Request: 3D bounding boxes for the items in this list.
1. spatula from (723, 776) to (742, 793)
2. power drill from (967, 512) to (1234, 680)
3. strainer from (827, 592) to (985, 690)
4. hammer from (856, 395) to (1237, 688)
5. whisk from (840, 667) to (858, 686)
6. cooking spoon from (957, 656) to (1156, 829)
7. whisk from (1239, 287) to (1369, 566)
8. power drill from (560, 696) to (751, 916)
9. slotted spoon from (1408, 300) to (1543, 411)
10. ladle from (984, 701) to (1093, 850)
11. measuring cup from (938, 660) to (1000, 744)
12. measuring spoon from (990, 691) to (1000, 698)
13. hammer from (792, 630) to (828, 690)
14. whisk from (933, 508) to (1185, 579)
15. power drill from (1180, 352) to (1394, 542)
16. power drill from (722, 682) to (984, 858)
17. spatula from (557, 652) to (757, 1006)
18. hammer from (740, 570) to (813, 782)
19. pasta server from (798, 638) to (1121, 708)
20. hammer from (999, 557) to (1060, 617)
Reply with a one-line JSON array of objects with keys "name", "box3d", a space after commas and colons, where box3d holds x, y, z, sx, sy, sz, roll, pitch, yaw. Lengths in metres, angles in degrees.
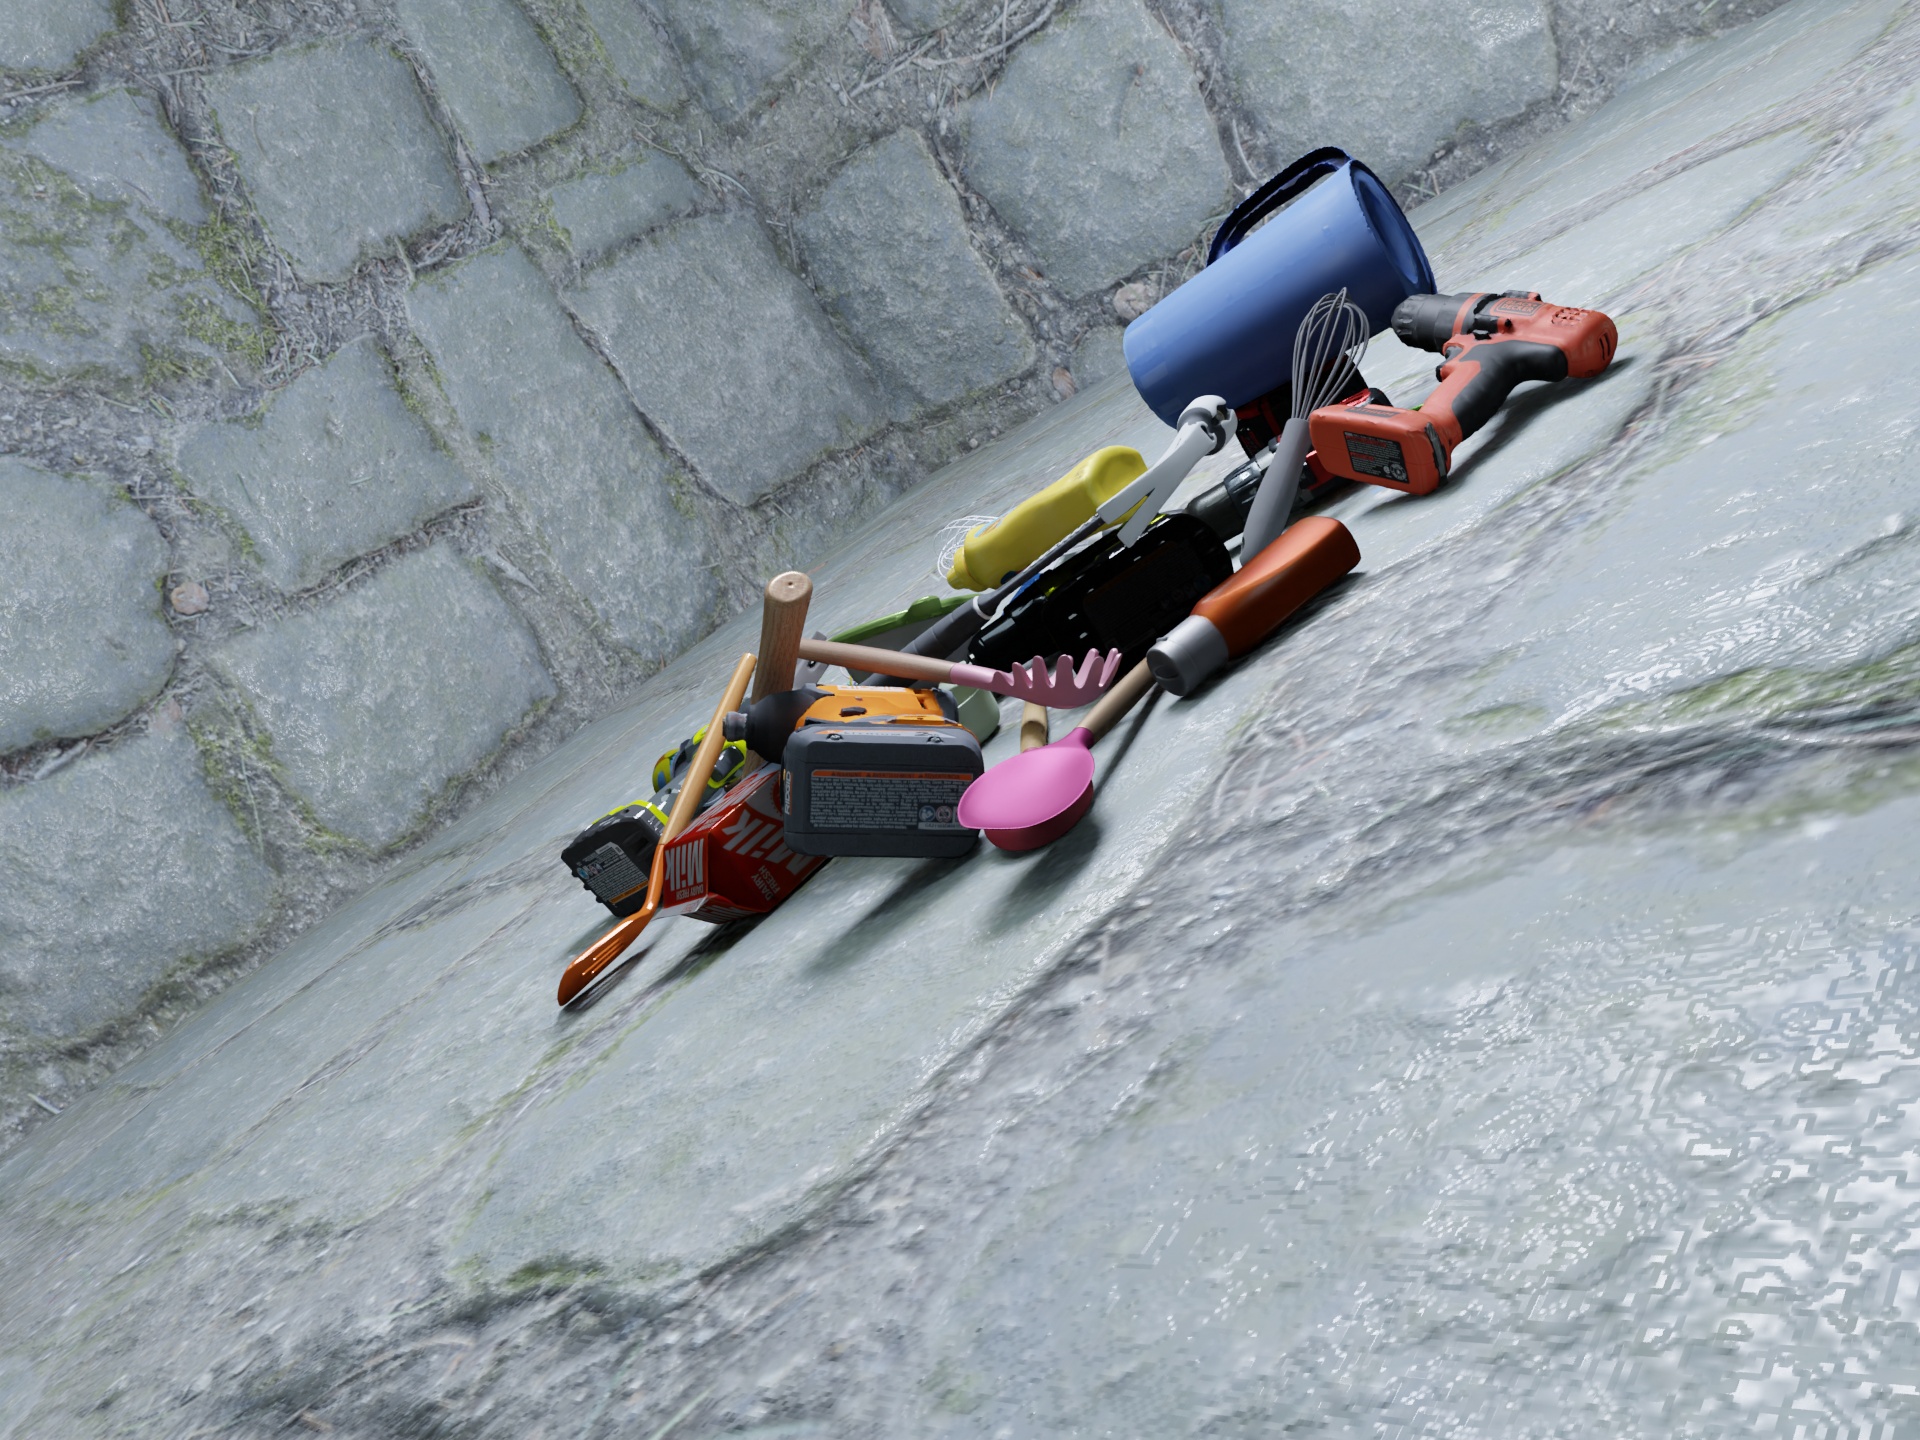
[{"name": "spatula", "box3d": [-0.169, 0.055, 1.441, 0.316, 0.018, 0.060, -11, 60, 66]}, {"name": "power drill", "box3d": [0.101, -0.088, 1.201, 0.190, 0.080, 0.228, -33, 9, -3]}, {"name": "strainer", "box3d": [-0.032, -0.060, 1.342, 0.151, 0.069, 0.256, -17, 0, -7]}, {"name": "hammer", "box3d": [0.026, -0.086, 1.140, 0.409, 0.036, 0.149, -35, 10, 44]}, {"name": "whisk", "box3d": [-0.069, -0.079, 1.689, 0.051, 0.047, 0.245, -28, 9, 26]}, {"name": "cooking spoon", "box3d": [0.081, 0.002, 0.944, 0.069, 0.017, 0.319, -1, 20, 26]}, {"name": "whisk", "box3d": [0.251, -0.217, 1.183, 0.055, 0.055, 0.239, -7, 58, 65]}, {"name": "power drill", "box3d": [-0.230, 0.059, 1.385, 0.171, 0.080, 0.223, -28, 17, 49]}, {"name": "slotted spoon", "box3d": [0.430, -0.293, 1.287, 0.070, 0.031, 0.314, -14, 19, 40]}, {"name": "ladle", "box3d": [0.049, 0.018, 1.029, 0.069, 0.031, 0.315, -24, 11, 8]}, {"name": "measuring cup", "box3d": [-0.002, -0.010, 1.237, 0.083, 0.038, 0.168, -29, 12, 13]}, {"name": "measuring spoon", "box3d": [-0.002, -0.004, 1.264, 0.034, 0.018, 0.124, -21, 17, 44]}, {"name": "hammer", "box3d": [-0.118, -0.010, 1.467, 0.143, 0.038, 0.386, -57, 18, -6]}, {"name": "whisk", "box3d": [0.099, -0.163, 1.445, 0.285, 0.070, 0.070, -3, 27, 32]}, {"name": "power drill", "box3d": [0.266, -0.221, 1.312, 0.188, 0.080, 0.227, -29, 15, 19]}, {"name": "power drill", "box3d": [-0.073, 0.023, 1.031, 0.164, 0.084, 0.226, 2, 11, -8]}, {"name": "spatula", "box3d": [-0.229, 0.076, 1.240, 0.081, 0.041, 0.323, 118, 173, -60]}, {"name": "hammer", "box3d": [-0.144, 0.000, 1.194, 0.130, 0.031, 0.331, -44, -15, -33]}, {"name": "pasta server", "box3d": [-0.022, -0.043, 1.109, 0.316, 0.040, 0.060, 10, 14, 41]}, {"name": "hammer", "box3d": [0.074, -0.135, 1.553, 0.144, 0.035, 0.406, -28, 13, 22]}]
